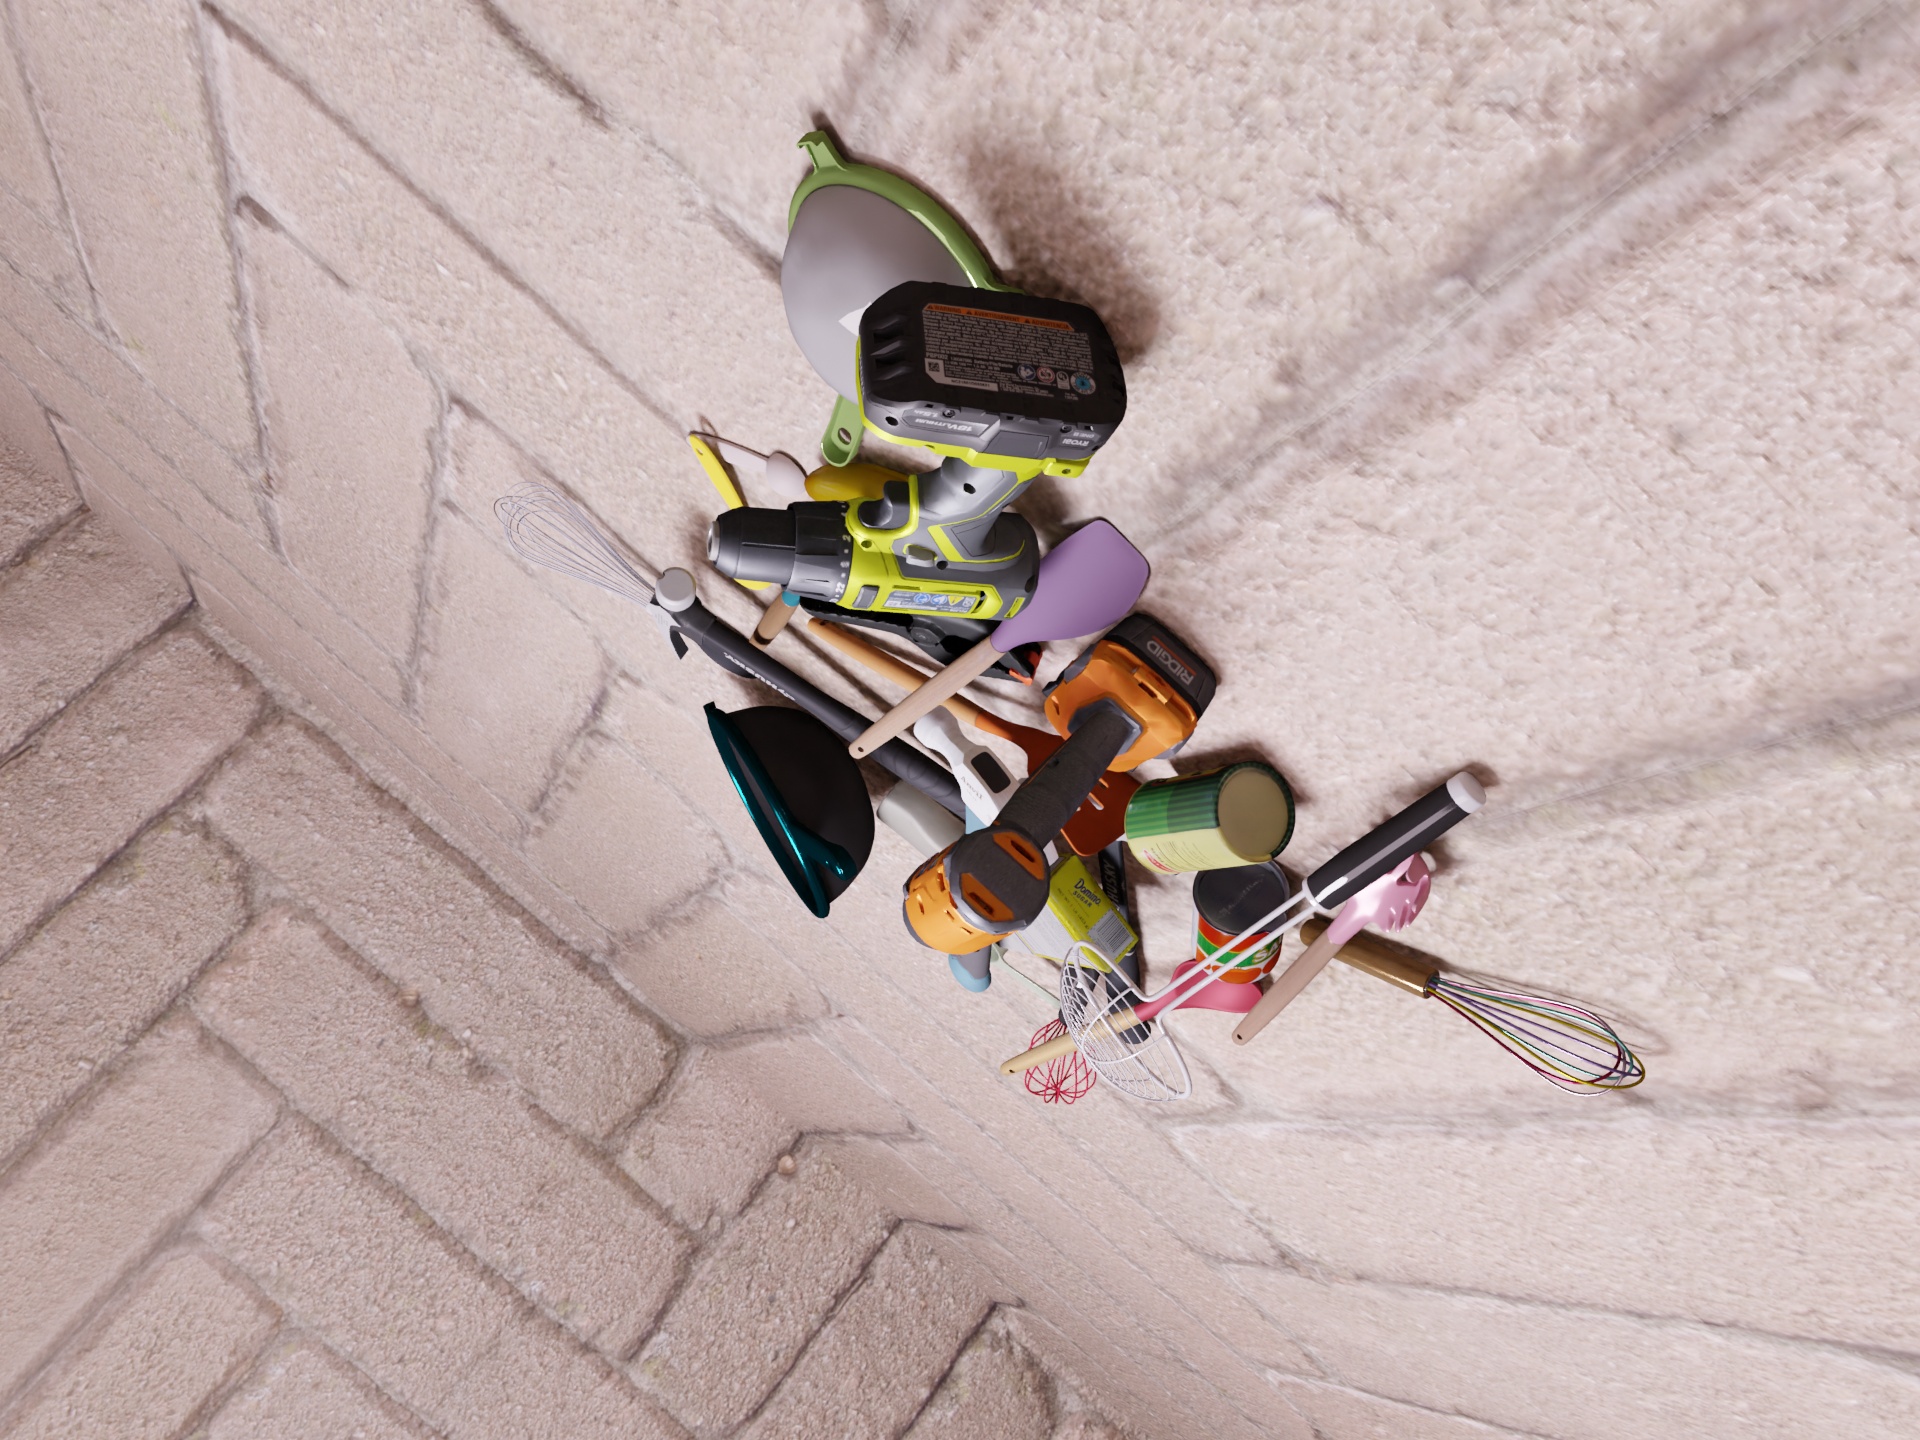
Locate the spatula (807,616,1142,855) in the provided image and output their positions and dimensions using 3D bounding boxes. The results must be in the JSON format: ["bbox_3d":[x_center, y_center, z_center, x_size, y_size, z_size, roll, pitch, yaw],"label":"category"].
[{"bbox_3d":[-0.002,-0.004,1.191,0.323,0.081,0.041,30,140,33],"label":"spatula"}]

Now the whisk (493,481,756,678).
[{"bbox_3d":[-0.293,-0.119,1.409,0.284,0.070,0.070,34,156,4],"label":"whisk"}]

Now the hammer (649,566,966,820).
[{"bbox_3d":[-0.109,-0.007,1.314,0.335,0.035,0.146,34,164,-1],"label":"hammer"}]

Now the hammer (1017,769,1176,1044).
[{"bbox_3d":[0.126,0.171,1.319,0.149,0.036,0.408,29,154,25],"label":"hammer"}]

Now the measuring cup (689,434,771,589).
[{"bbox_3d":[-0.178,-0.154,1.198,0.062,0.029,0.156,26,158,30],"label":"measuring cup"}]

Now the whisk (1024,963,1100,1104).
[{"bbox_3d":[0.099,0.276,1.439,0.073,0.073,0.295,32,149,19],"label":"whisk"}]

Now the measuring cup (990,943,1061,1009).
[{"bbox_3d":[0.053,0.220,1.508,0.167,0.038,0.083,37,156,2],"label":"measuring cup"}]

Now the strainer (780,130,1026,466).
[{"bbox_3d":[-0.064,-0.202,0.914,0.151,0.069,0.256,39,154,2],"label":"strainer"}]

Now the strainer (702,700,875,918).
[{"bbox_3d":[-0.115,0.072,1.360,0.211,0.095,0.340,65,165,-15],"label":"strainer"}]

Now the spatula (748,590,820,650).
[{"bbox_3d":[-0.125,-0.092,1.232,0.082,0.044,0.317,62,161,1],"label":"spatula"}]

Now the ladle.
[{"bbox_3d":[0.135,0.256,1.347,0.069,0.031,0.315,42,135,-15],"label":"ladle"}]

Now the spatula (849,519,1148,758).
[{"bbox_3d":[0.013,-0.038,1.044,0.059,0.018,0.316,44,138,-10],"label":"spatula"}]

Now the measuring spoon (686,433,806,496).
[{"bbox_3d":[-0.159,-0.184,1.144,0.124,0.018,0.034,23,151,35],"label":"measuring spoon"}]

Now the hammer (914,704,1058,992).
[{"bbox_3d":[0.013,0.124,1.229,0.128,0.033,0.330,46,156,25],"label":"hammer"}]

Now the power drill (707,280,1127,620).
[{"bbox_3d":[-0.026,-0.130,0.859,0.190,0.080,0.228,4,154,-18],"label":"power drill"}]

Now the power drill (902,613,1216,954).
[{"bbox_3d":[0.048,0.051,0.988,0.084,0.226,0.164,42,156,-3],"label":"power drill"}]

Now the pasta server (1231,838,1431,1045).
[{"bbox_3d":[0.240,0.161,1.081,0.060,0.040,0.316,50,150,18],"label":"pasta server"}]

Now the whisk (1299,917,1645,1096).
[{"bbox_3d":[0.326,0.182,1.040,0.245,0.047,0.051,22,152,42],"label":"whisk"}]

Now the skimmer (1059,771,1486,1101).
[{"bbox_3d":[0.192,0.131,1.006,0.363,0.090,0.127,-43,77,35],"label":"skimmer"}]
